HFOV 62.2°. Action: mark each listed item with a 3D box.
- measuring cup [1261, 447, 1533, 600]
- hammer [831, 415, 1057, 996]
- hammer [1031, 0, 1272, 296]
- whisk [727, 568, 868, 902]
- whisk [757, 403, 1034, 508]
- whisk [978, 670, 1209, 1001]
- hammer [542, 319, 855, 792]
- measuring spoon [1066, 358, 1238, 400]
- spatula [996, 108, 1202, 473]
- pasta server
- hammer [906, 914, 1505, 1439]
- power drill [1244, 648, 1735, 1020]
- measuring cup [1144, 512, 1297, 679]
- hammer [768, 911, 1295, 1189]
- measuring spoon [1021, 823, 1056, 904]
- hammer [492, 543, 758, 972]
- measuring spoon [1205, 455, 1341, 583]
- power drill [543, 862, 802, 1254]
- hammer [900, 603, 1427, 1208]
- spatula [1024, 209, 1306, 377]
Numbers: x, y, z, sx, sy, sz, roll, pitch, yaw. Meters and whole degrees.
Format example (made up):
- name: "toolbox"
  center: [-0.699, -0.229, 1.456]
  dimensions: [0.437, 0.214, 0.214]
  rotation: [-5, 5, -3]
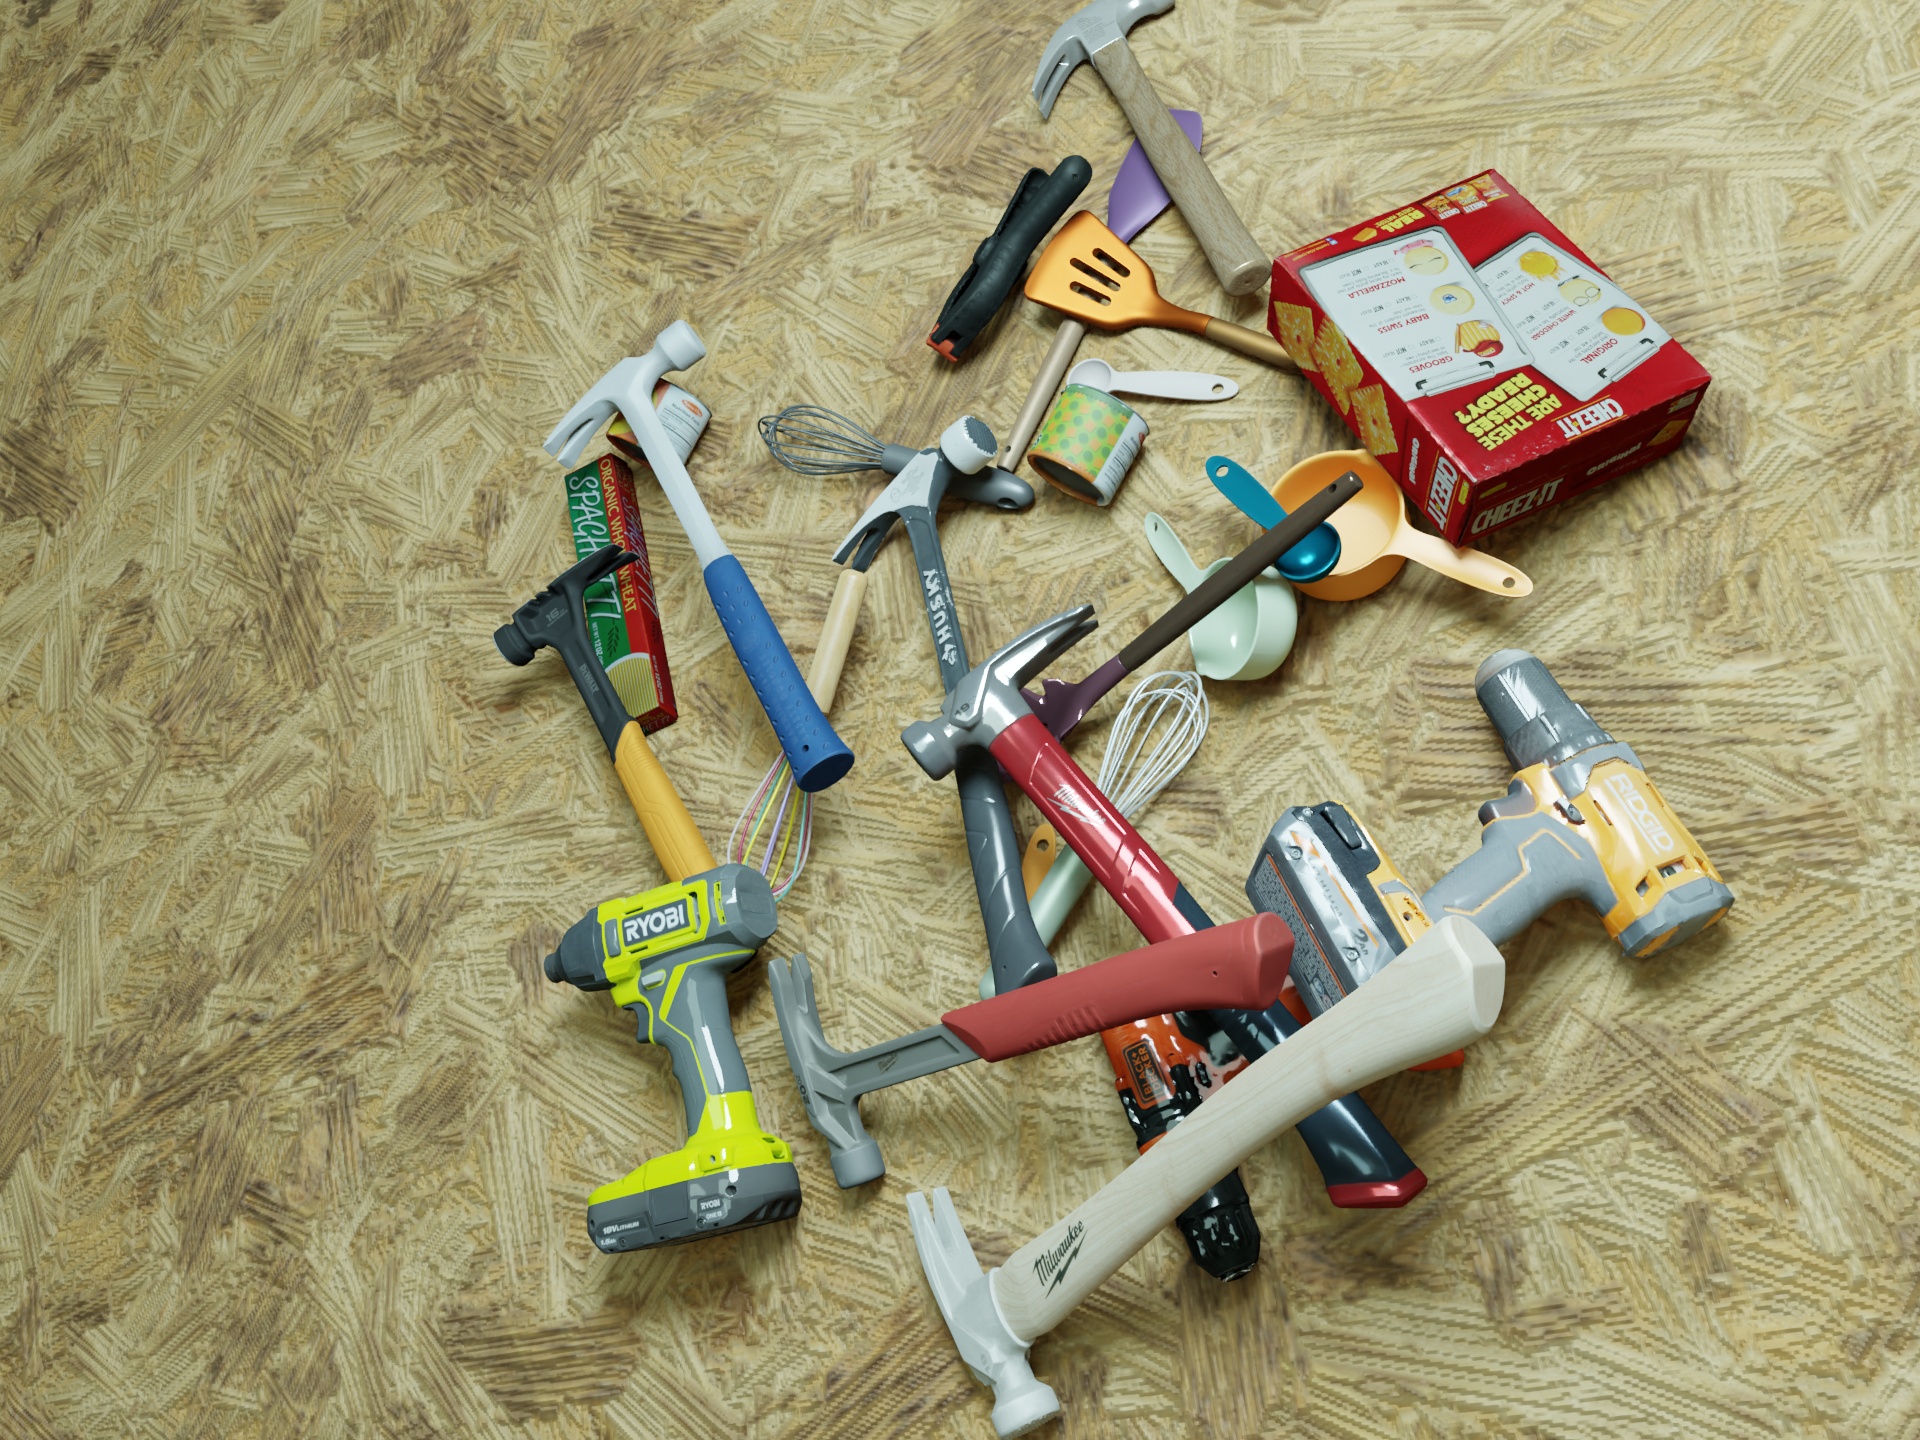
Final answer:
- name: "measuring cup"
  center: [0.270, -0.102, 0.975]
  dimensions: [0.174, 0.052, 0.095]
  rotation: [28, 83, 30]
- name: "hammer"
  center: [-0.002, -0.003, 1.035]
  dimensions: [0.149, 0.036, 0.409]
  rotation: [-35, 53, 34]
- name: "hammer"
  center: [0.146, -0.424, 1.162]
  dimensions: [0.130, 0.031, 0.332]
  rotation: [-27, 55, 12]
- name: "whisk"
  center: [-0.108, 0.013, 1.091]
  dimensions: [0.051, 0.047, 0.245]
  rotation: [11, 83, 50]
- name: "whisk"
  center: [-0.051, -0.190, 1.173]
  dimensions: [0.239, 0.055, 0.055]
  rotation: [19, 79, 26]
- name: "whisk"
  center: [0.082, 0.073, 0.994]
  dimensions: [0.246, 0.057, 0.059]
  rotation: [-57, 23, -6]
- name: "hammer"
  center: [-0.180, -0.114, 1.131]
  dimensions: [0.144, 0.035, 0.406]
  rotation: [-35, 60, 8]
- name: "measuring spoon"
  center: [0.135, -0.233, 1.119]
  dimensions: [0.124, 0.018, 0.034]
  rotation: [9, 74, 21]
- name: "spatula"
  center: [0.100, -0.319, 1.166]
  dimensions: [0.060, 0.018, 0.316]
  rotation: [20, 78, 32]
- name: "pasta server"
  center: [0.117, -0.053, 0.983]
  dimensions: [0.316, 0.040, 0.060]
  rotation: [-40, 50, 31]
- name: "hammer"
  center: [0.112, 0.220, 0.820]
  dimensions: [0.410, 0.038, 0.146]
  rotation: [-49, 55, 33]
- name: "power drill"
  center: [0.269, 0.061, 0.850]
  dimensions: [0.226, 0.084, 0.186]
  rotation: [-17, 61, -14]
- name: "measuring cup"
  center: [0.165, -0.089, 1.027]
  dimensions: [0.168, 0.038, 0.083]
  rotation: [-117, 38, -49]
- name: "hammer"
  center: [0.028, 0.162, 0.898]
  dimensions: [0.359, 0.036, 0.149]
  rotation: [-27, 77, 39]
- name: "measuring spoon"
  center: [0.045, 0.122, 1.017]
  dimensions: [0.021, 0.011, 0.117]
  rotation: [5, 68, 19]
- name: "hammer"
  center: [-0.225, 0.030, 1.144]
  dimensions: [0.127, 0.034, 0.337]
  rotation: [-36, 66, 12]
- name: "measuring spoon"
  center: [0.192, -0.125, 0.984]
  dimensions: [0.042, 0.021, 0.129]
  rotation: [-40, 49, 6]
- name: "power drill"
  center: [-0.190, 0.221, 1.031]
  dimensions: [0.171, 0.080, 0.223]
  rotation: [-20, 69, 22]
- name: "hammer"
  center: [0.128, 0.100, 0.891]
  dimensions: [0.143, 0.038, 0.387]
  rotation: [-38, 63, -3]
- name: "spatula"
  center: [0.189, -0.266, 1.087]
  dimensions: [0.323, 0.041, 0.081]
  rotation: [31, 83, 31]
